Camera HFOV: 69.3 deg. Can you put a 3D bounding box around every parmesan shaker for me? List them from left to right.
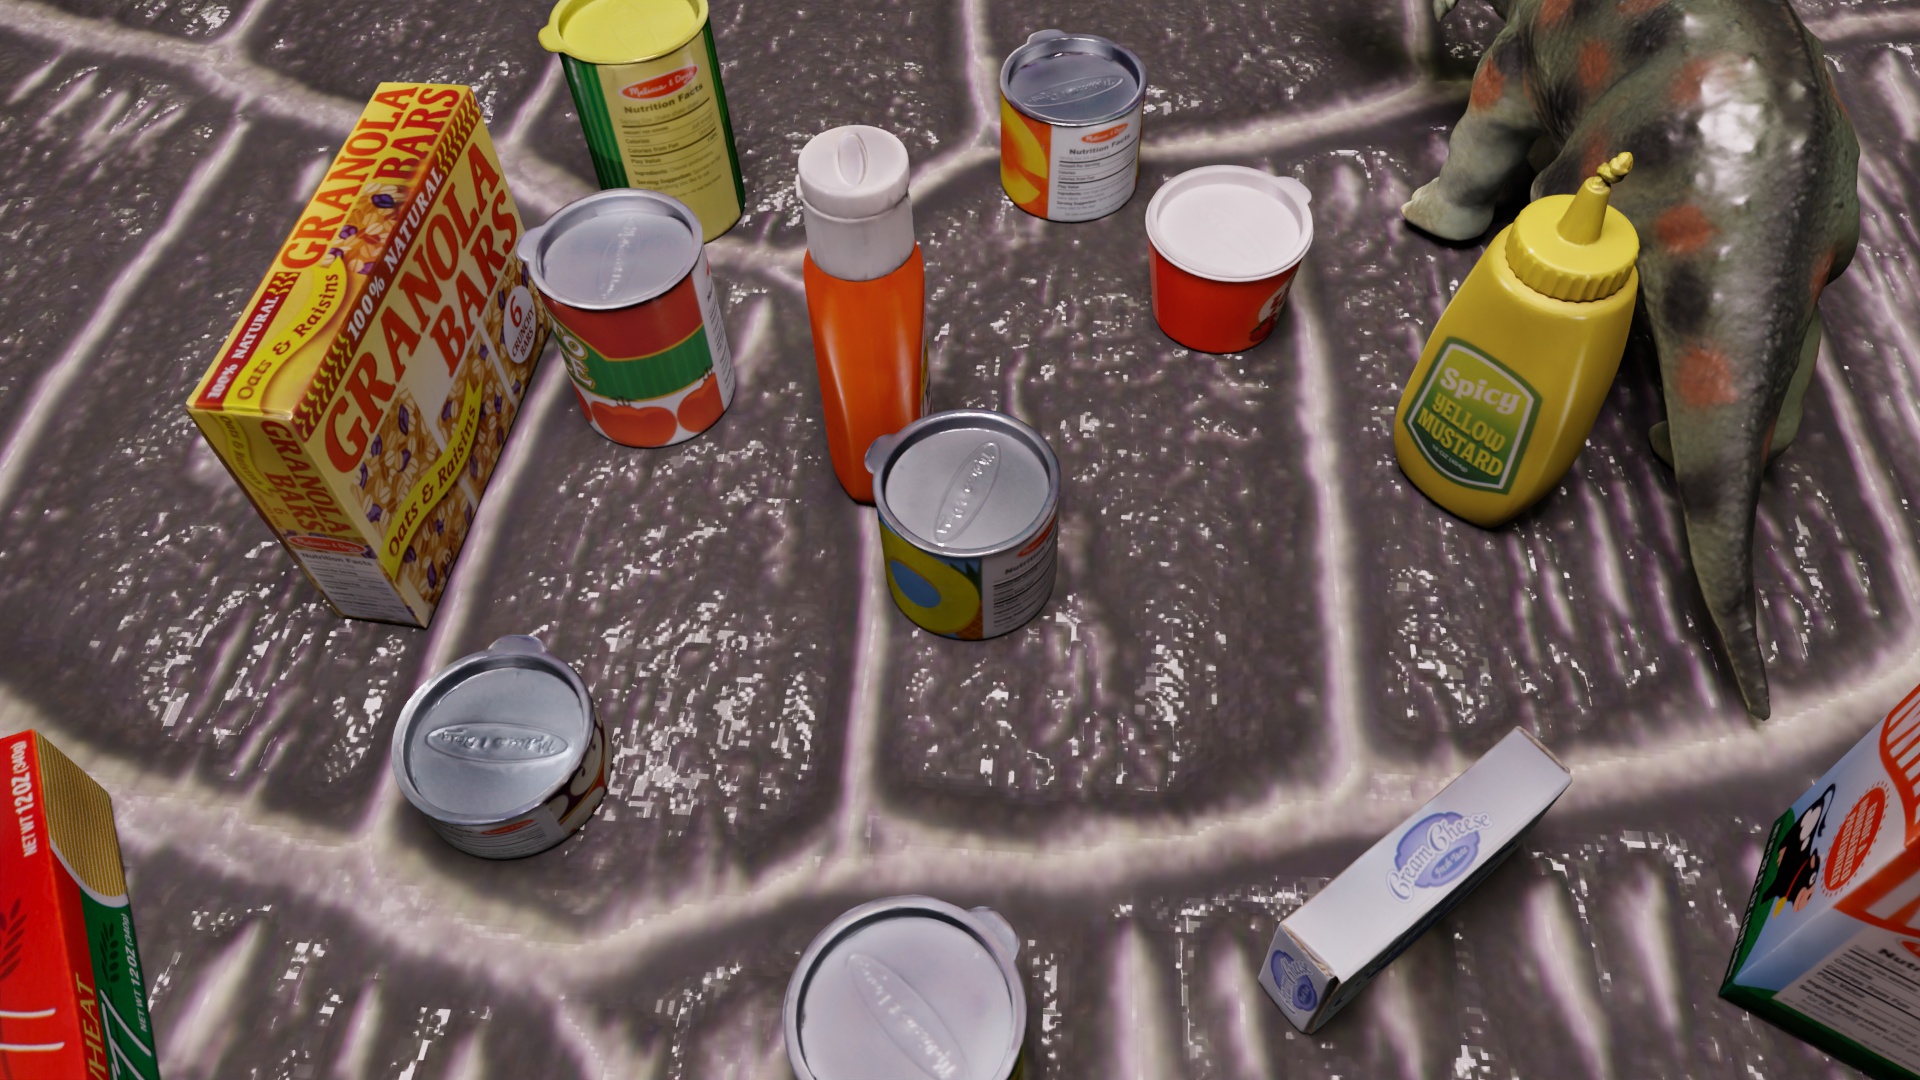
[{"bbox_3d":[-0.139,-0.188,0.618,0.071,0.102,0.071,-1,54,1],"label":"parmesan shaker"}]

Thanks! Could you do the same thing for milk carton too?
[{"bbox_3d":[0.279,0.076,0.358,0.073,0.189,0.073,27,60,20],"label":"milk carton"}]

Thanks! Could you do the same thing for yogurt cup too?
[{"bbox_3d":[0.111,-0.116,0.588,0.072,0.053,0.073,-1,54,1],"label":"yogurt cup"}]

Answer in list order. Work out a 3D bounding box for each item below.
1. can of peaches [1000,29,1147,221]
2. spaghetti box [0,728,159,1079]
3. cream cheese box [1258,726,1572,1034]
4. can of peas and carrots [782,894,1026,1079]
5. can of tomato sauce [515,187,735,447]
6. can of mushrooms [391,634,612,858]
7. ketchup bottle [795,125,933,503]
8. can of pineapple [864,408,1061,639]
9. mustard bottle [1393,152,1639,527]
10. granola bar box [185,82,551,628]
[{"bbox_3d":[0.051,-0.191,0.642,0.071,0.057,0.071,-1,54,1],"label":"can of peaches"},{"bbox_3d":[-0.252,0.166,0.396,0.029,0.050,0.251,-24,57,-15],"label":"spaghetti box"},{"bbox_3d":[0.139,0.105,0.426,0.104,0.053,0.024,-32,59,-20],"label":"cream cheese box"},{"bbox_3d":[-0.013,0.143,0.400,0.071,0.058,0.071,-1,54,1],"label":"can of peas and carrots"},{"bbox_3d":[-0.131,-0.087,0.557,0.071,0.082,0.071,-1,54,1],"label":"can of tomato sauce"},{"bbox_3d":[-0.154,0.070,0.473,0.071,0.033,0.071,-1,54,1],"label":"can of mushrooms"},{"bbox_3d":[-0.034,-0.080,0.508,0.043,0.148,0.065,-6,54,-2],"label":"ketchup bottle"},{"bbox_3d":[0.002,-0.006,0.509,0.071,0.057,0.071,-1,54,1],"label":"can of pineapple"},{"bbox_3d":[0.198,-0.071,0.486,0.049,0.159,0.065,-37,61,-22],"label":"mustard bottle"},{"bbox_3d":[-0.210,-0.070,0.521,0.039,0.123,0.166,5,54,6],"label":"granola bar box"}]
